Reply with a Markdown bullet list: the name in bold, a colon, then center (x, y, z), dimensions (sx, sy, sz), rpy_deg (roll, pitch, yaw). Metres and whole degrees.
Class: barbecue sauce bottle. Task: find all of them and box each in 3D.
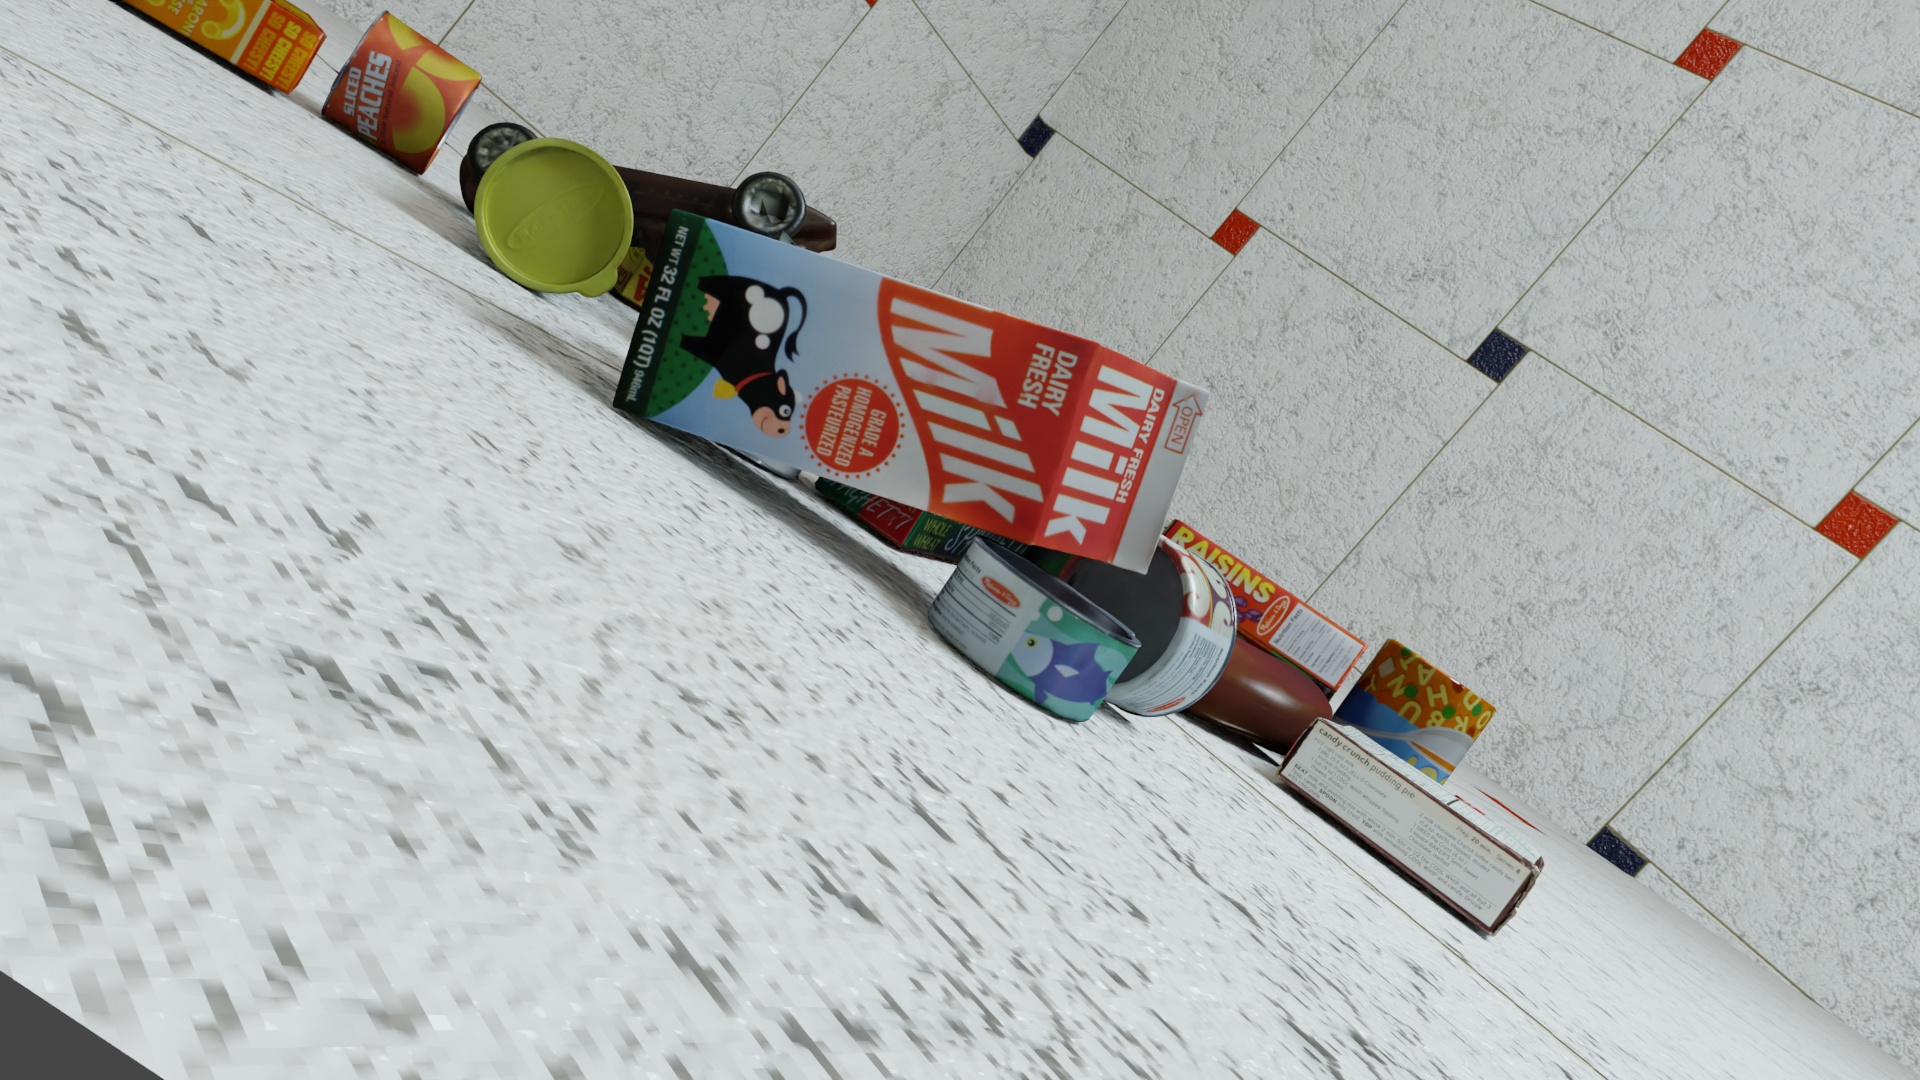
- **barbecue sauce bottle**: center (0.118, 0.063, 0.655), dimensions (0.065, 0.043, 0.148), rpy_deg (35, 5, 42)

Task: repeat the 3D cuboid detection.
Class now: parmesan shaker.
- **parmesan shaker**: center (-0.186, -0.151, 0.650), dimensions (0.071, 0.071, 0.103), rpy_deg (32, 5, -19)

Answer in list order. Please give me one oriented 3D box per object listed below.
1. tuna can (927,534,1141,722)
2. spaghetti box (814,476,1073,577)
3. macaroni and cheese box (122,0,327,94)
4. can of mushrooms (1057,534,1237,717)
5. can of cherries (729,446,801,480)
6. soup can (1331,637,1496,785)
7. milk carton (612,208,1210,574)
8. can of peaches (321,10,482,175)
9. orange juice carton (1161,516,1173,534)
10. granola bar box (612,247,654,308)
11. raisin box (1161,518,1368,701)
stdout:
- **tuna can**: center (0.026, 0.030, 0.463), dimensions (0.071, 0.033, 0.071), rpy_deg (33, 5, -3)
- **spaghetti box**: center (0.002, -0.009, 0.682), dimensions (0.050, 0.028, 0.250), rpy_deg (35, 5, 18)
- **macaroni and cheese box**: center (-0.410, -0.290, 0.690), dimensions (0.166, 0.040, 0.124), rpy_deg (29, 7, -36)
- **can of mushrooms**: center (0.066, 0.029, 0.523), dimensions (0.033, 0.071, 0.071), rpy_deg (26, 9, -46)
- **can of cherries**: center (-0.080, -0.068, 0.566), dimensions (0.071, 0.058, 0.071), rpy_deg (34, 6, -4)
- **soup can**: center (0.230, 0.104, 0.725), dimensions (0.071, 0.083, 0.071), rpy_deg (34, 6, -4)
- **milk carton**: center (-0.014, -0.050, 0.491), dimensions (0.191, 0.072, 0.073), rpy_deg (19, 4, 2)
- **can of peaches**: center (-0.302, -0.240, 0.751), dimensions (0.058, 0.071, 0.071), rpy_deg (32, 5, -24)
- **orange juice carton**: center (0.114, 0.010, 0.935), dimensions (0.193, 0.071, 0.073), rpy_deg (33, 6, 0)
- **granola bar box**: center (-0.163, -0.150, 0.900), dimensions (0.165, 0.039, 0.124), rpy_deg (29, 7, -39)
- **raisin box**: center (0.151, 0.054, 0.767), dimensions (0.123, 0.040, 0.085), rpy_deg (36, -25, 16)
